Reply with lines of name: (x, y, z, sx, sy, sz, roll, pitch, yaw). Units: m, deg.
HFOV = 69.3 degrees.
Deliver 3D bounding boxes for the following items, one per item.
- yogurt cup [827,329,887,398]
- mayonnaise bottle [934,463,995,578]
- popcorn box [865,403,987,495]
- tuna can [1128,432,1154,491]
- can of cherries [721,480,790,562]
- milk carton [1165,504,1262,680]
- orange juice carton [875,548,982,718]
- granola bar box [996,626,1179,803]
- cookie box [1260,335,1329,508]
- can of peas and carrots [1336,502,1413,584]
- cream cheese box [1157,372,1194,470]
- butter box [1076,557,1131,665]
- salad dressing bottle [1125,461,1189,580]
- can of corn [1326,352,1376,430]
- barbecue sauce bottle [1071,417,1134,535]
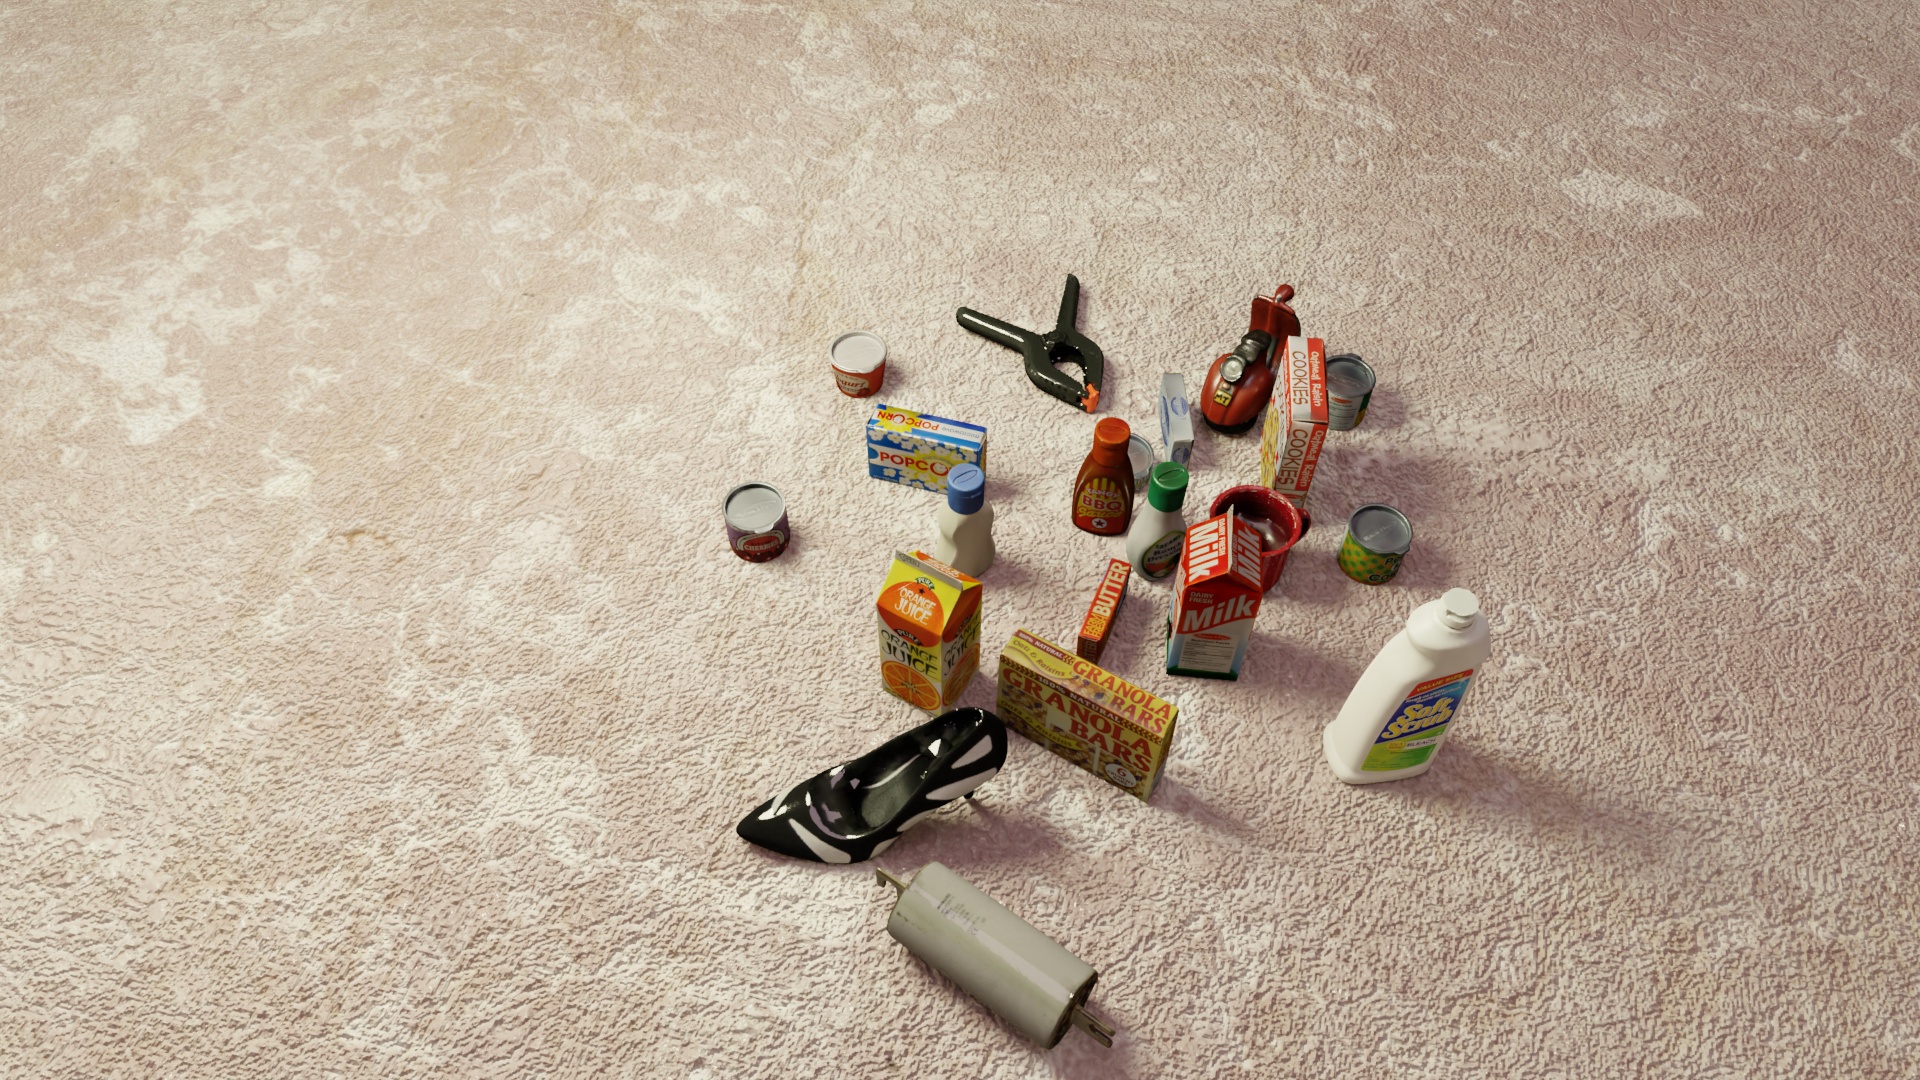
yogurt cup: (-0.118, -0.202, 1.604, 0.072, 0.053, 0.073, 0, 52, 0)
mayonnaise bottle: (0.005, -0.018, 1.402, 0.065, 0.147, 0.041, -27, 57, -20)
popcorn box: (-0.035, -0.095, 1.502, 0.127, 0.084, 0.038, 13, 53, 10)
tuna can: (0.180, -0.083, 1.528, 0.071, 0.032, 0.071, 0, 52, 0)
can of cherries: (-0.213, -0.017, 1.456, 0.071, 0.058, 0.072, 0, 52, 0)
milk carton: (0.243, 0.051, 1.324, 0.073, 0.189, 0.073, 5, 52, 4)
orange juice carton: (-0.028, 0.080, 1.298, 0.072, 0.191, 0.073, 27, 57, 19)
granola bar box: (0.114, 0.161, 1.279, 0.166, 0.123, 0.039, 26, 57, 19)
cookie box: (0.352, -0.114, 1.469, 0.040, 0.166, 0.123, 5, 52, 3)
can of peas and carrots: (0.432, 0.005, 1.445, 0.071, 0.058, 0.071, 0, 52, 0)
cream cheese box: (0.240, -0.132, 1.554, 0.024, 0.053, 0.104, -1, 52, -1)
butter box: (0.143, 0.073, 1.393, 0.024, 0.052, 0.104, 18, 54, 13)
salad dressing bottle: (0.203, -0.019, 1.406, 0.064, 0.146, 0.044, -20, 55, -15)
can of corn: (0.434, -0.169, 1.582, 0.071, 0.058, 0.071, 0, 52, 0)
barbecue sauce bottle: (0.151, -0.066, 1.441, 0.065, 0.147, 0.044, 10, 53, 7)
